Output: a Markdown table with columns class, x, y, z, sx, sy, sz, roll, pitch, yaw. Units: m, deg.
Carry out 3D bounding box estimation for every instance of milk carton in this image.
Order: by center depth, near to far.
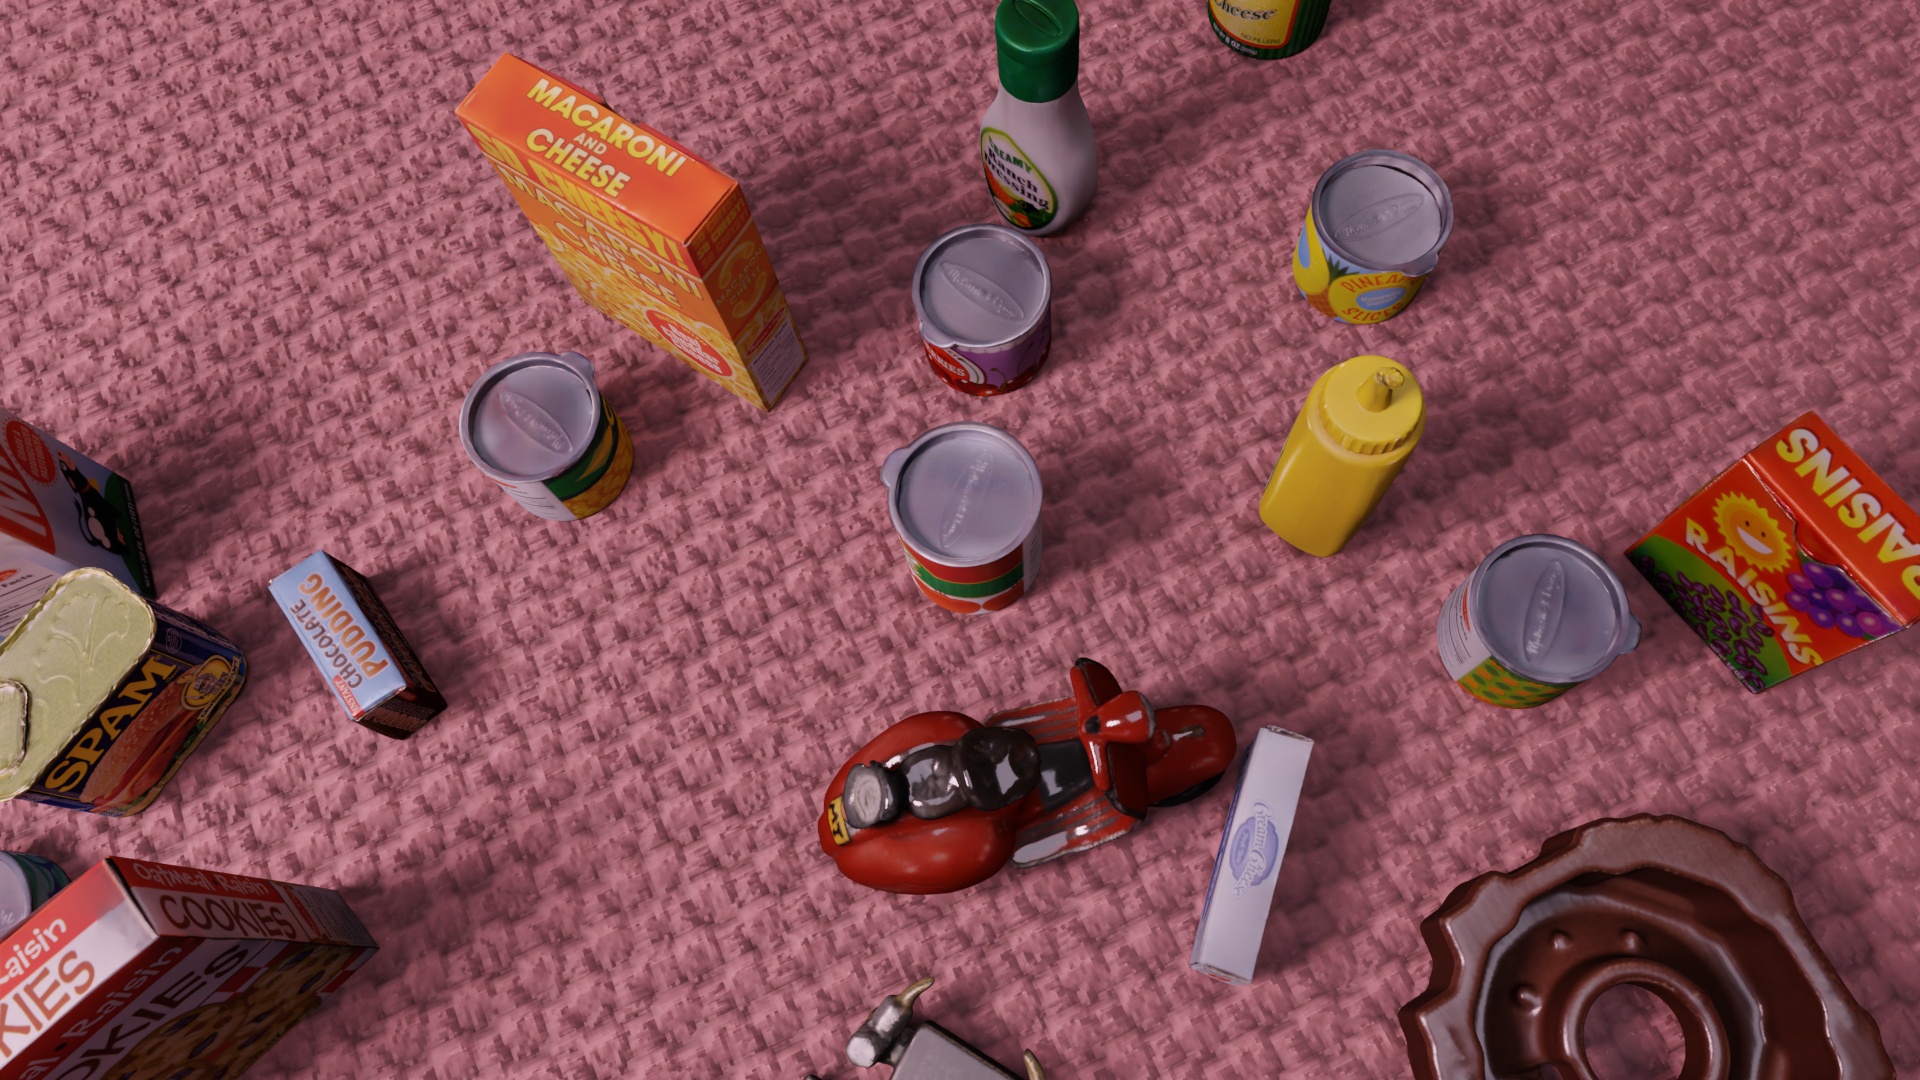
| class | x | y | z | sx | sy | sz | roll | pitch | yaw |
| --- | --- | --- | --- | --- | --- | --- | --- | --- | --- |
| milk carton | -0.447 | -0.017 | 0.604 | 0.073 | 0.190 | 0.072 | -23 | 72 | -4 |

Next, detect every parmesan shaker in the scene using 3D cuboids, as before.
| class | x | y | z | sx | sy | sz | roll | pitch | yaw |
| --- | --- | --- | --- | --- | --- | --- | --- | --- | --- |
| parmesan shaker | 0.166 | -0.303 | 0.710 | 0.071 | 0.102 | 0.071 | -1 | 72 | 3 |

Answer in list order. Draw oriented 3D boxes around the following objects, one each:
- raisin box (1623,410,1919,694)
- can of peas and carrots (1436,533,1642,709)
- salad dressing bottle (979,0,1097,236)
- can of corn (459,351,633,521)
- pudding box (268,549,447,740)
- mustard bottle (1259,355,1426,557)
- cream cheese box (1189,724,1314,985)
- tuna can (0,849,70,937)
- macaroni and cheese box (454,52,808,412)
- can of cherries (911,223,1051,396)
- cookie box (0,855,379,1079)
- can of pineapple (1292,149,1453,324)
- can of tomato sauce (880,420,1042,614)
| class | x | y | z | sx | sy | sz | roll | pitch | yaw |
| --- | --- | --- | --- | --- | --- | --- | --- | --- | --- |
| raisin box | 0.343 | 0.009 | 0.582 | 0.040 | 0.123 | 0.086 | -33 | 73 | -7 |
| can of peas and carrots | 0.253 | 0.038 | 0.612 | 0.071 | 0.058 | 0.071 | -1 | 71 | 3 |
| salad dressing bottle | 0.037 | -0.201 | 0.660 | 0.044 | 0.147 | 0.064 | -44 | 74 | -10 |
| can of corn | -0.196 | -0.050 | 0.670 | 0.071 | 0.058 | 0.071 | -1 | 71 | 3 |
| pudding box | -0.280 | 0.049 | 0.645 | 0.030 | 0.049 | 0.084 | -37 | 73 | -8 |
| mustard bottle | 0.166 | -0.042 | 0.591 | 0.049 | 0.159 | 0.065 | 33 | 77 | 13 |
| cream cheese box | 0.123 | 0.134 | 0.590 | 0.024 | 0.053 | 0.104 | 17 | 73 | 9 |
| tuna can | -0.438 | 0.169 | 0.623 | 0.071 | 0.032 | 0.071 | -1 | 71 | 3 |
| macaroni and cheese box | -0.143 | -0.136 | 0.639 | 0.124 | 0.166 | 0.040 | 31 | 76 | 13 |
| can of cherries | 0.010 | -0.110 | 0.677 | 0.071 | 0.058 | 0.071 | -1 | 71 | 3 |
| cookie box | -0.322 | 0.185 | 0.539 | 0.123 | 0.167 | 0.040 | -42 | 74 | -10 |
| can of pineapple | 0.200 | -0.145 | 0.678 | 0.071 | 0.057 | 0.071 | -1 | 71 | 3 |
| can of tomato sauce | 0.002 | -0.008 | 0.630 | 0.071 | 0.083 | 0.071 | -1 | 71 | 3 |
